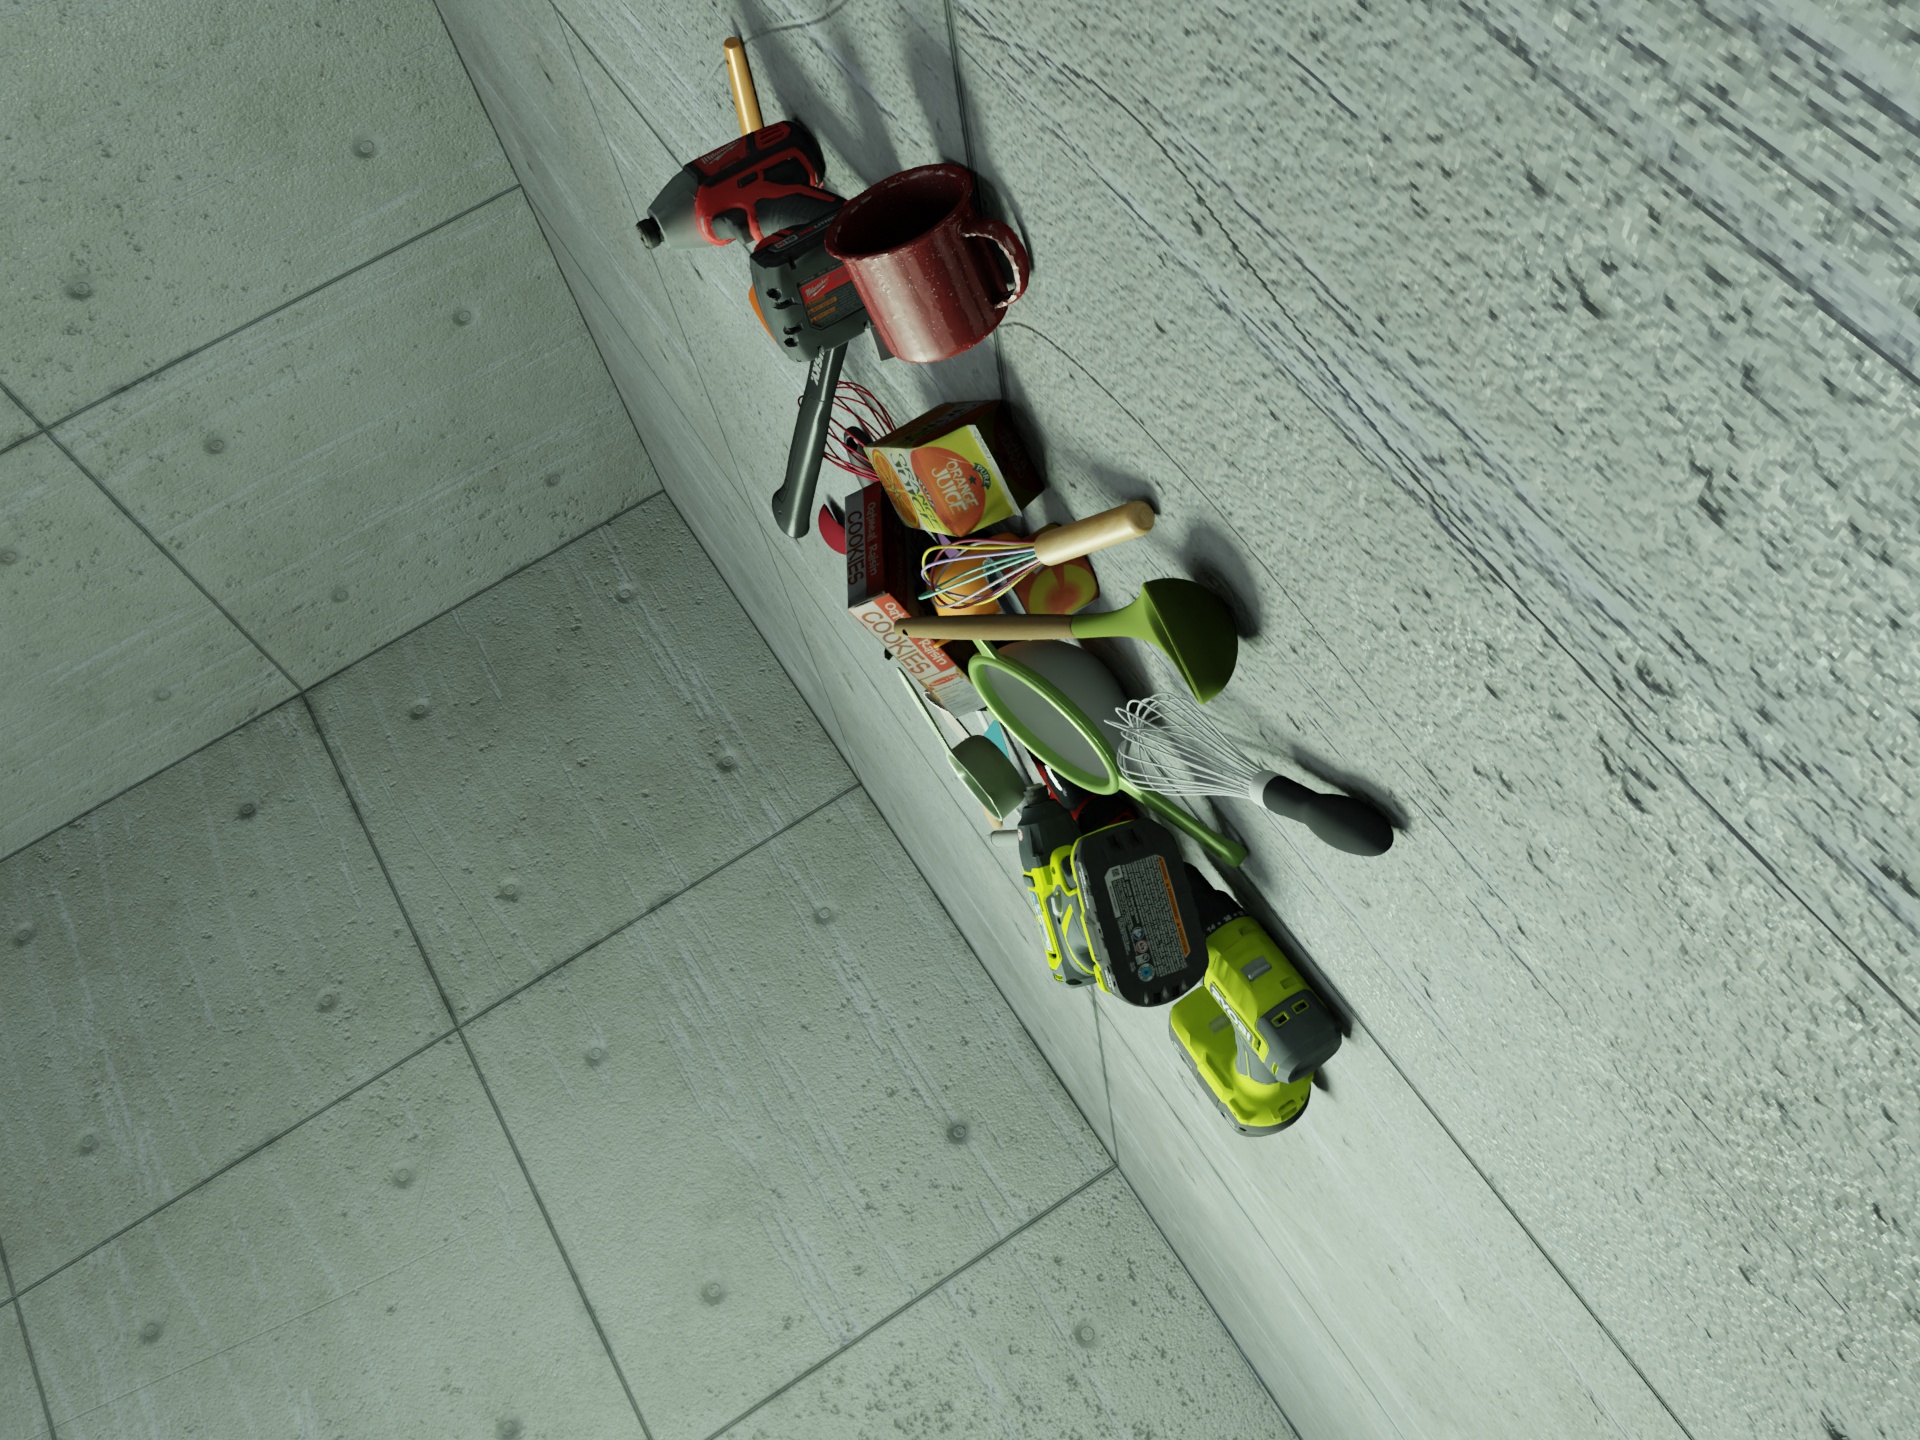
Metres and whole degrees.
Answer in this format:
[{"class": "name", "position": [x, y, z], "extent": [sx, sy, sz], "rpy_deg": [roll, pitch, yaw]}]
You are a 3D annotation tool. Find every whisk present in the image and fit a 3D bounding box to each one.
[{"class": "whisk", "position": [-0.049, -0.209, 1.362], "extent": [0.296, 0.073, 0.073], "rpy_deg": [46, 165, 33]}, {"class": "whisk", "position": [-0.061, -0.178, 1.563], "extent": [0.238, 0.055, 0.055], "rpy_deg": [66, 169, -16]}, {"class": "whisk", "position": [0.175, 0.035, 0.986], "extent": [0.070, 0.070, 0.285], "rpy_deg": [63, 165, -23]}, {"class": "whisk", "position": [0.041, -0.109, 1.036], "extent": [0.245, 0.051, 0.047], "rpy_deg": [-11, 95, 58]}]

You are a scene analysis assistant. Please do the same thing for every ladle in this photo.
[{"class": "ladle", "position": [0.050, -0.053, 1.017], "extent": [0.320, 0.062, 0.078], "rpy_deg": [4, 129, 50]}, {"class": "ladle", "position": [-0.116, -0.210, 1.811], "extent": [0.069, 0.031, 0.315], "rpy_deg": [62, 169, -17]}]

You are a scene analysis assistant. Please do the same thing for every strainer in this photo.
[{"class": "strainer", "position": [0.122, 0.012, 1.197], "extent": [0.256, 0.069, 0.151], "rpy_deg": [36, 165, 20]}, {"class": "strainer", "position": [0.080, 0.118, 1.644], "extent": [0.086, 0.050, 0.258], "rpy_deg": [31, 164, -17]}]

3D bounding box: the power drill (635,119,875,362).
[{"class": "power drill", "position": [-0.131, -0.342, 1.111], "extent": [0.220, 0.143, 0.078], "rpy_deg": [47, 163, 42]}]

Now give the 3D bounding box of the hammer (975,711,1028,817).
[{"class": "hammer", "position": [-0.008, -0.059, 1.684], "extent": [0.405, 0.035, 0.144], "rpy_deg": [63, 170, -23]}]

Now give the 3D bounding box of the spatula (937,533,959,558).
[{"class": "spatula", "position": [0.021, -0.093, 1.477], "extent": [0.060, 0.018, 0.315], "rpy_deg": [43, 161, 51]}]

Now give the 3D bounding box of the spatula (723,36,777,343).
[{"class": "spatula", "position": [-0.169, -0.434, 1.324], "extent": [0.081, 0.041, 0.322], "rpy_deg": [56, 169, 22]}]

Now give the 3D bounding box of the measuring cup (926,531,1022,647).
[{"class": "measuring cup", "position": [0.003, -0.097, 1.196], "extent": [0.052, 0.095, 0.173], "rpy_deg": [63, -155, -7]}]

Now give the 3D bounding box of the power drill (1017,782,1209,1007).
[{"class": "power drill", "position": [0.106, 0.136, 1.259], "extent": [0.223, 0.080, 0.171], "rpy_deg": [178, 75, -75]}]

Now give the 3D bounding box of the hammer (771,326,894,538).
[{"class": "hammer", "position": [-0.115, -0.260, 1.318], "extent": [0.146, 0.035, 0.334], "rpy_deg": [54, 152, 19]}]

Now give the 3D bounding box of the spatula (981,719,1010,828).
[{"class": "spatula", "position": [0.039, 0.079, 1.675], "extent": [0.317, 0.044, 0.082], "rpy_deg": [71, -177, -75]}]

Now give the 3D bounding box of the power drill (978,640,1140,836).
[{"class": "power drill", "position": [0.070, 0.027, 1.440], "extent": [0.226, 0.080, 0.188], "rpy_deg": [57, 171, -7]}]

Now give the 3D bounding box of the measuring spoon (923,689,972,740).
[{"class": "measuring spoon", "position": [-0.002, -0.005, 1.418], "extent": [0.034, 0.018, 0.124], "rpy_deg": [24, 166, 24]}]

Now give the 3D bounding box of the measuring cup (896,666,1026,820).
[{"class": "measuring cup", "position": [0.002, 0.012, 1.367], "extent": [0.167, 0.038, 0.083], "rpy_deg": [57, 170, -21]}]

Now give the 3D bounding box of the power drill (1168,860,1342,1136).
[{"class": "power drill", "position": [0.220, 0.226, 1.280], "extent": [0.191, 0.080, 0.228], "rpy_deg": [53, 167, 31]}]
